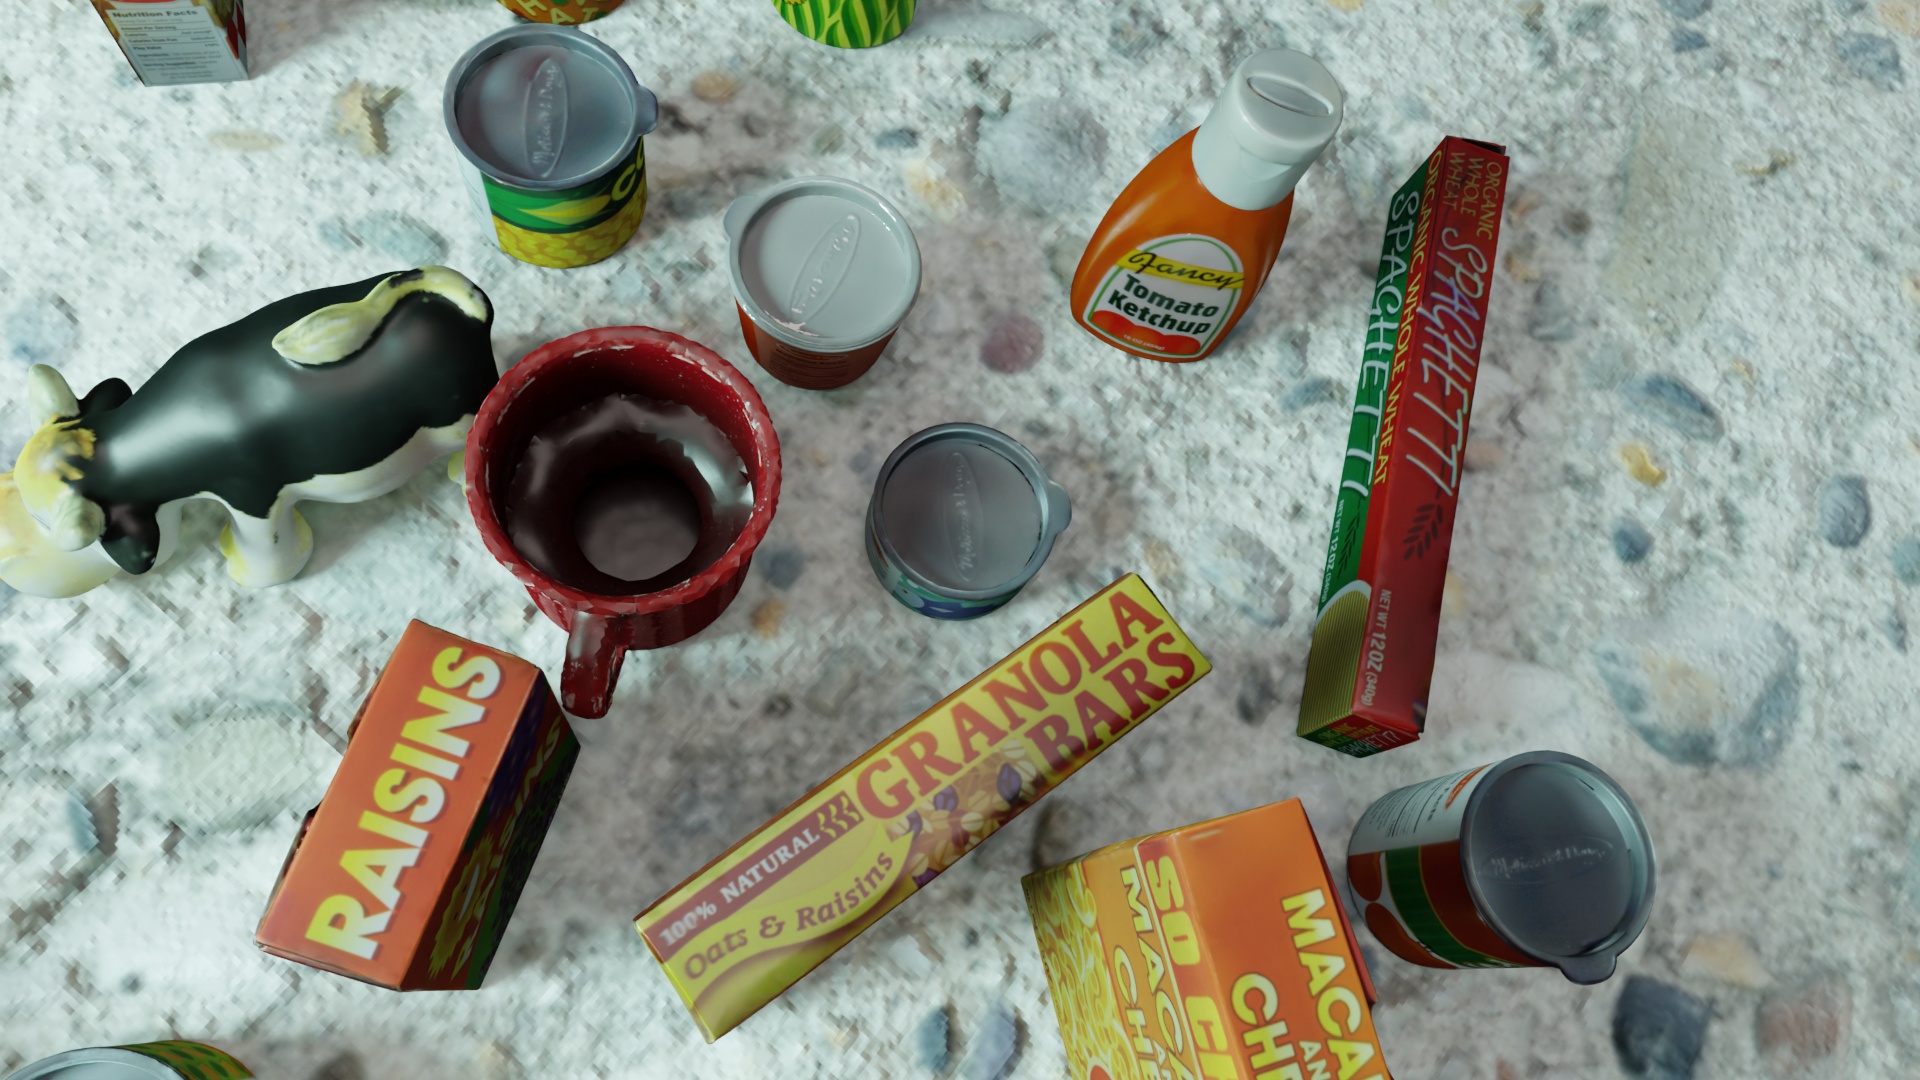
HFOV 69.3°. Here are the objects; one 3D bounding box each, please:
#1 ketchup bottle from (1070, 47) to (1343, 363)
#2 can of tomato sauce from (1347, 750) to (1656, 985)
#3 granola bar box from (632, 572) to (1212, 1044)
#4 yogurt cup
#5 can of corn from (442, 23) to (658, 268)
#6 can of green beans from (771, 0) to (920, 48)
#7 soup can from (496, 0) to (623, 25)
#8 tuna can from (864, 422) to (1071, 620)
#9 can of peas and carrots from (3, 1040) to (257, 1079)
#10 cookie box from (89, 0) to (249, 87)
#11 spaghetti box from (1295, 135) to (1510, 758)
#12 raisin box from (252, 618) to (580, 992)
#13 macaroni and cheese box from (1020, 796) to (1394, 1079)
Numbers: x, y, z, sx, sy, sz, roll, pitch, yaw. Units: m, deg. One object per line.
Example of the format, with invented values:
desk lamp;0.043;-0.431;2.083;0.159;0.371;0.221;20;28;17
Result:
ketchup bottle;0.086;-0.113;0.488;0.065;0.148;0.044;18;70;-5
can of tomato sauce;0.179;0.112;0.467;0.071;0.082;0.071;3;72;-10
granola bar box;-0.016;0.081;0.418;0.166;0.123;0.039;-33;81;-19
yogurt cup;-0.051;-0.090;0.504;0.072;0.053;0.072;3;72;-10
can of corn;-0.144;-0.140;0.501;0.071;0.058;0.071;3;72;-10
can of green beans;-0.044;-0.240;0.553;0.071;0.057;0.071;3;72;-10
soup can;-0.157;-0.245;0.519;0.071;0.083;0.071;3;72;-10
tuna can;0.002;-0.006;0.499;0.071;0.032;0.071;3;72;-10
can of peas and carrots;-0.233;0.172;0.381;0.071;0.058;0.071;3;72;-10
cookie box;-0.279;-0.250;0.453;0.040;0.167;0.123;-8;74;-13
spaghetti box;0.172;-0.042;0.534;0.029;0.050;0.251;18;70;-5
raisin box;-0.146;0.080;0.393;0.040;0.123;0.086;21;70;-4
macaroni and cheese box;0.068;0.145;0.391;0.040;0.166;0.124;-12;75;-14
